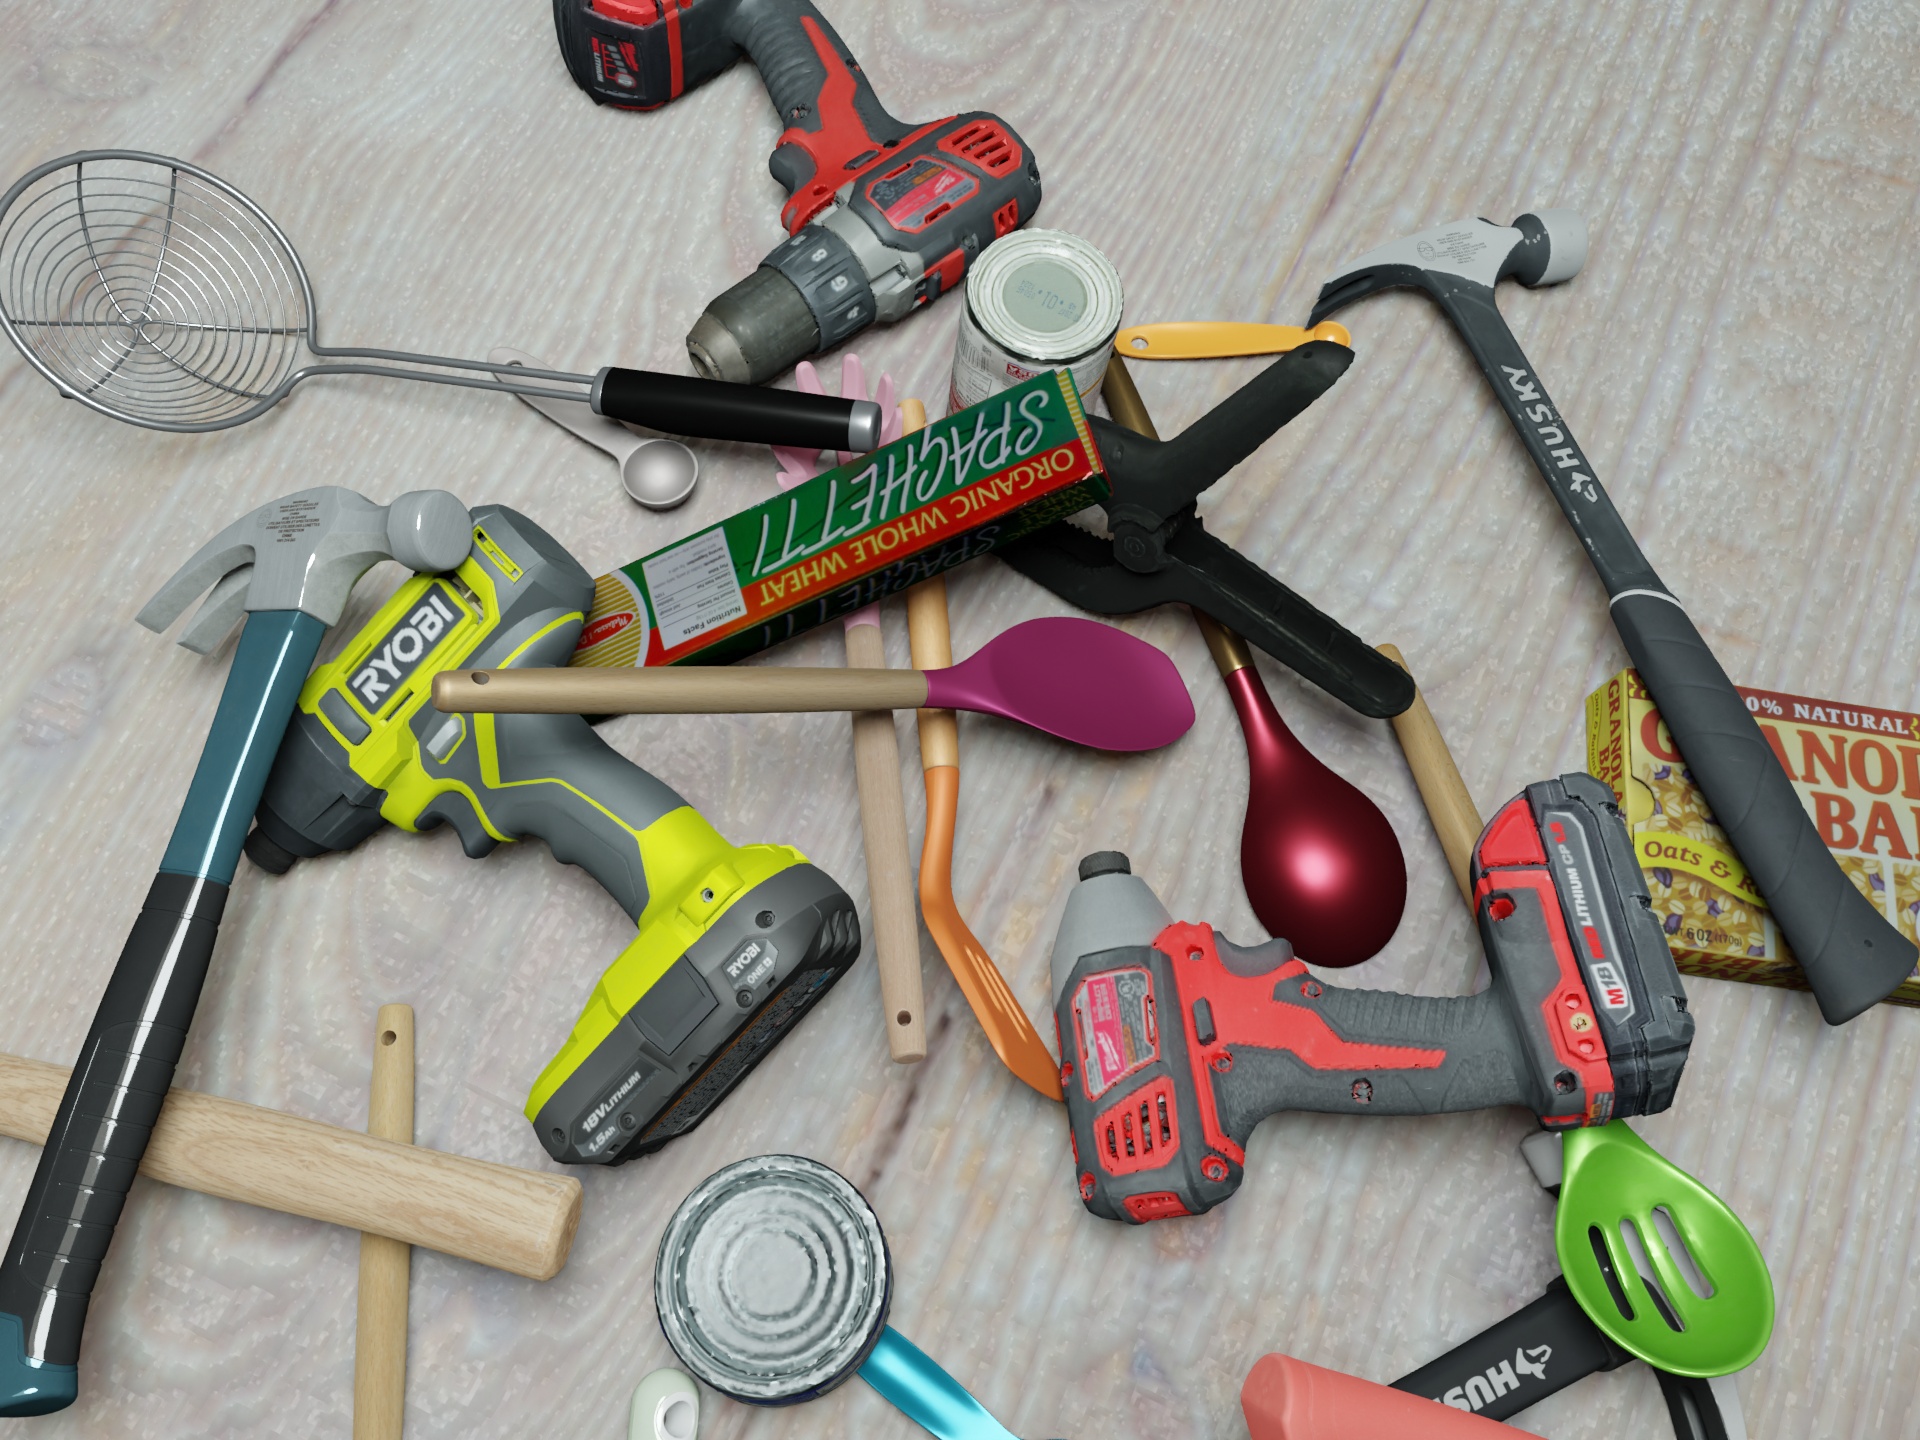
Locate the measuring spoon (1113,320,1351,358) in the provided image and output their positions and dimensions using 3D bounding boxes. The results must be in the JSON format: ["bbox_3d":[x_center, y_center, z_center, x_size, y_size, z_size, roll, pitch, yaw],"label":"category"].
[{"bbox_3d":[0.129,-0.181,0.766,0.117,0.011,0.021,-2,64,-2],"label":"measuring spoon"}]

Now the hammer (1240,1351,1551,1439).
[{"bbox_3d":[0.265,0.278,0.544,0.359,0.036,0.149,22,76,-8],"label":"hammer"}]

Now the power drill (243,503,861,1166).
[{"bbox_3d":[-0.161,0.051,0.603,0.171,0.080,0.223,-46,75,5],"label":"power drill"}]

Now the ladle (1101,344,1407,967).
[{"bbox_3d":[0.115,-0.043,0.702,0.069,0.031,0.316,-17,70,-7],"label":"ladle"}]

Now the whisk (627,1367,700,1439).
[{"bbox_3d":[-0.109,0.346,0.523,0.057,0.059,0.247,22,58,-36],"label":"whisk"}]

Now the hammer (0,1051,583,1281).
[{"bbox_3d":[-0.296,0.143,0.571,0.331,0.031,0.130,11,66,6],"label":"hammer"}]

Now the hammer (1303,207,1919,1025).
[{"bbox_3d":[0.283,-0.064,0.686,0.149,0.036,0.409,-11,62,-13],"label":"hammer"}]

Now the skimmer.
[{"bbox_3d":[-0.214,-0.162,0.666,0.363,0.090,0.127,9,66,7],"label":"skimmer"}]

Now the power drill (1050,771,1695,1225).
[{"bbox_3d":[0.141,0.098,0.596,0.219,0.078,0.143,-14,59,11],"label":"power drill"}]

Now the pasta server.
[{"bbox_3d":[-0.039,-0.017,0.648,0.060,0.040,0.316,-9,60,2],"label":"pasta server"}]

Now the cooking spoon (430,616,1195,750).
[{"bbox_3d":[-0.038,-0.012,0.607,0.318,0.017,0.069,-1,56,-32],"label":"cooking spoon"}]

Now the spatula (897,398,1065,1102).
[{"bbox_3d":[-0.001,-0.002,0.664,0.041,0.081,0.323,-13,64,16],"label":"spatula"}]

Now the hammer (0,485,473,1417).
[{"bbox_3d":[-0.271,0.069,0.553,0.128,0.033,0.331,2,68,26],"label":"hammer"}]

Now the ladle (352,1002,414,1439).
[{"bbox_3d":[-0.203,0.252,0.543,0.078,0.062,0.320,-5,67,-3],"label":"ladle"}]

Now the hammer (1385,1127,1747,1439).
[{"bbox_3d":[0.130,0.269,0.560,0.334,0.035,0.146,-19,72,-19],"label":"hammer"}]

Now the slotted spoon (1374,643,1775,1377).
[{"bbox_3d":[0.224,0.099,0.631,0.070,0.031,0.314,-13,59,-4],"label":"slotted spoon"}]

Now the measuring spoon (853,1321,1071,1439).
[{"bbox_3d":[0.001,0.258,0.583,0.129,0.021,0.042,34,68,17],"label":"measuring spoon"}]

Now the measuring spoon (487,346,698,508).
[{"bbox_3d":[-0.167,-0.132,0.719,0.124,0.018,0.034,36,70,16],"label":"measuring spoon"}]

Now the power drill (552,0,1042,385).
[{"bbox_3d":[-0.097,-0.271,0.746,0.188,0.080,0.227,-39,80,-17],"label":"power drill"}]
